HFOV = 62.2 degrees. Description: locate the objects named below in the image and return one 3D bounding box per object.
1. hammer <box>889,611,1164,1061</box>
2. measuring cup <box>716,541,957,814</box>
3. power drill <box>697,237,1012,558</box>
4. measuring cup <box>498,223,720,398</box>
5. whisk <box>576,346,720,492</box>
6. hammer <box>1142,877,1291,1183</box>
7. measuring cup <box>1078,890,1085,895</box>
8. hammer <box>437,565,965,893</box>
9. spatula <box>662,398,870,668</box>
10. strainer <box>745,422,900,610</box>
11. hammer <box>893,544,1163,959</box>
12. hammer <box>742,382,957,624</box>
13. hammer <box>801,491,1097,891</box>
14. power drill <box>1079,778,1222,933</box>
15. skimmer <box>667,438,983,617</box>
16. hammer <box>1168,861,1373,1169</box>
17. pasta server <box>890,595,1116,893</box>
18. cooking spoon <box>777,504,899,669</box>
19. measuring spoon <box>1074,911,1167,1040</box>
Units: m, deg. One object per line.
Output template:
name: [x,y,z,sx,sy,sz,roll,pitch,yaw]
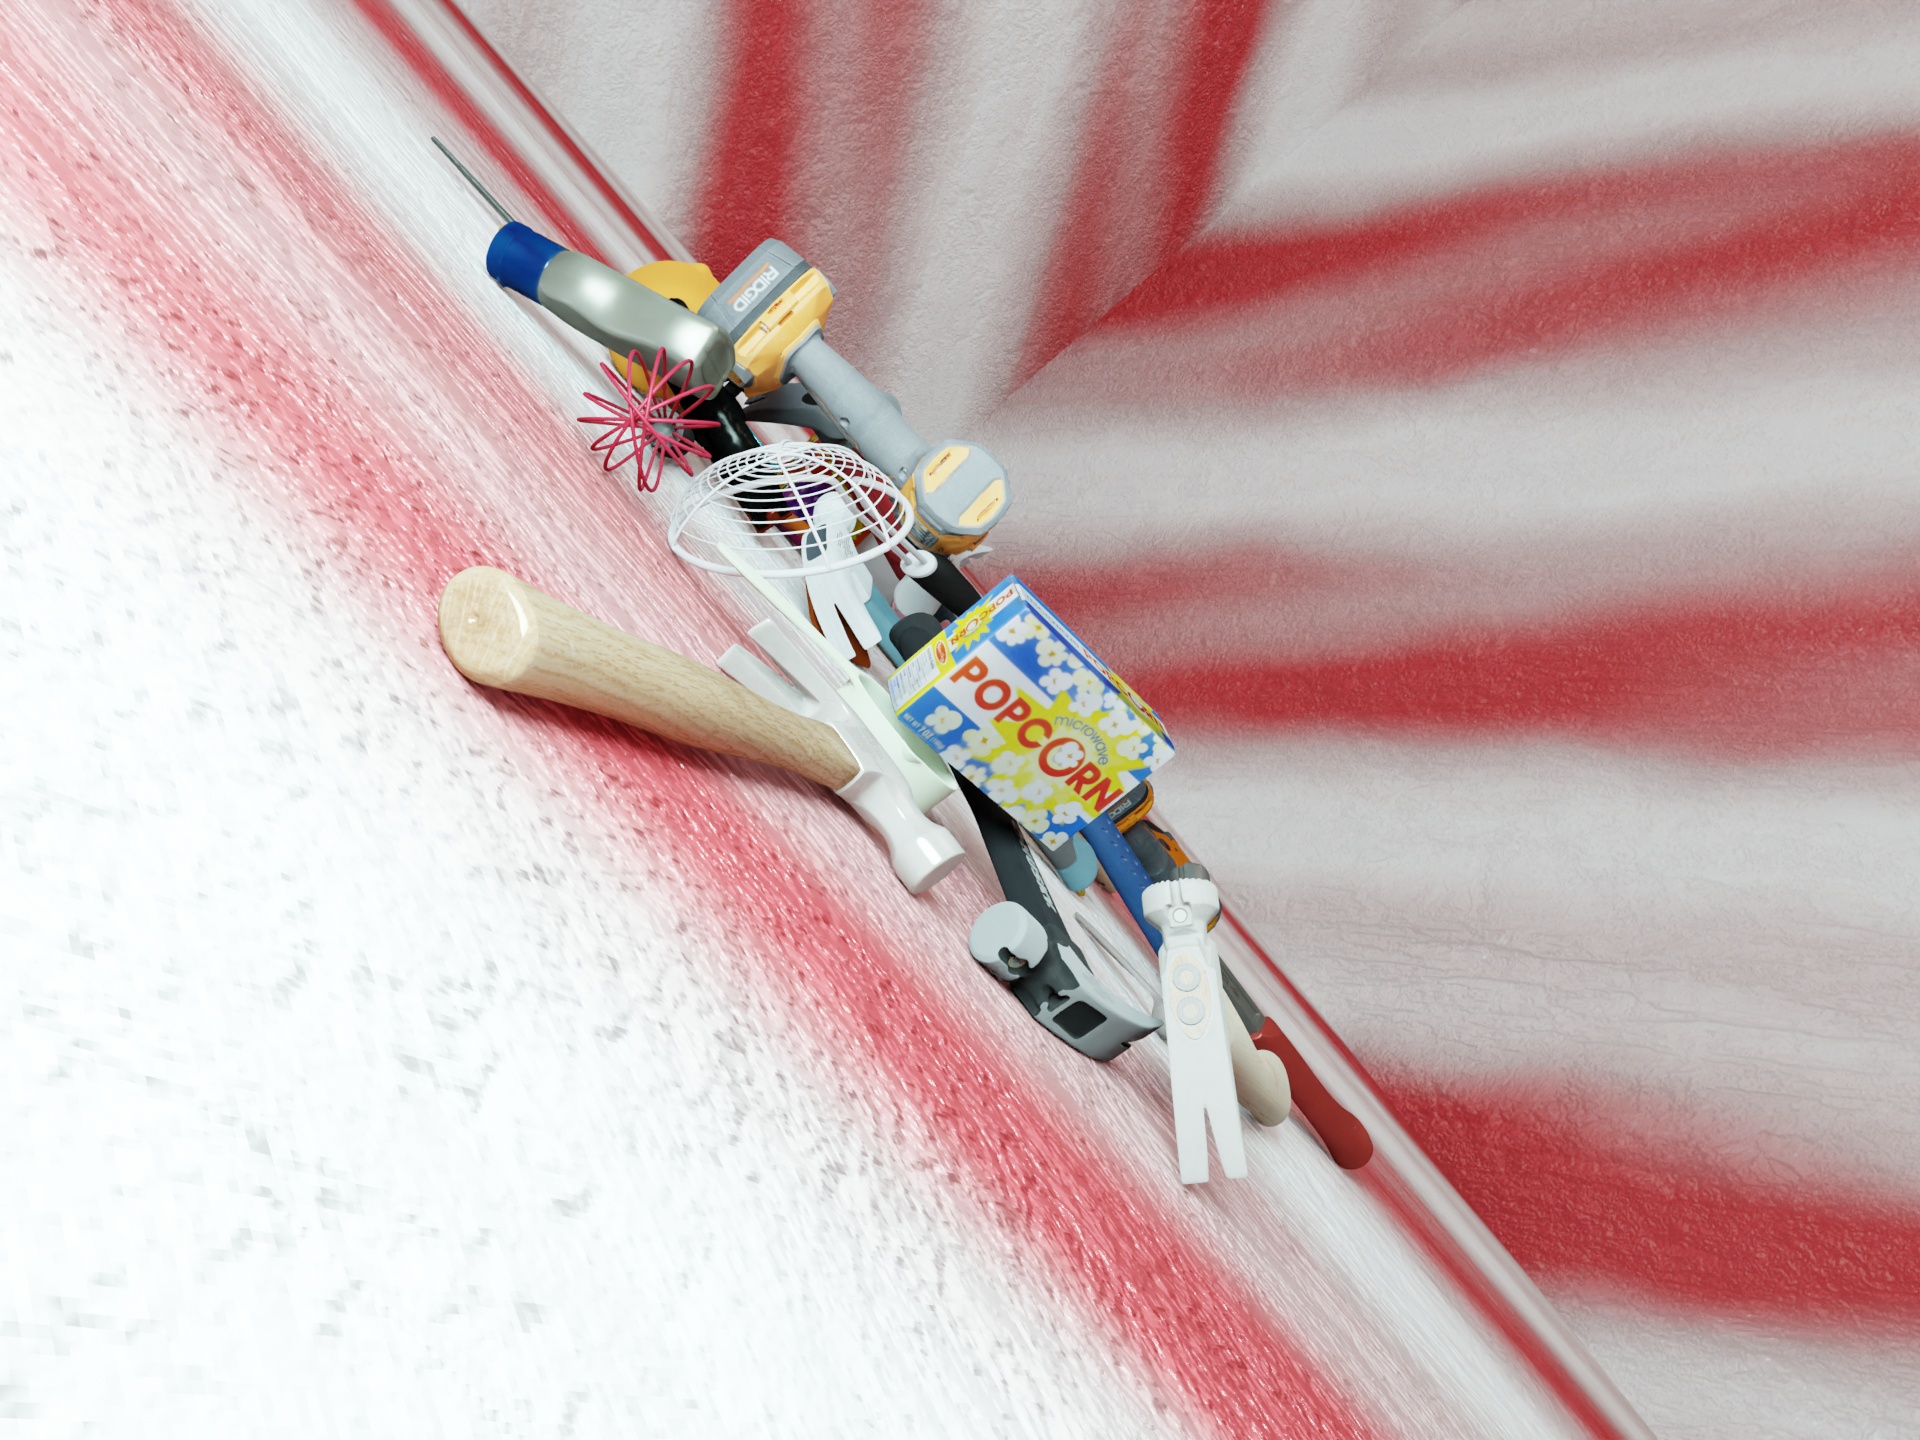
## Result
hammer: [0.018,0.046,0.881,0.146,0.035,0.335,45,14,-38]
measuring cup: [-0.069,-0.015,0.770,0.167,0.038,0.083,46,7,-16]
power drill: [-0.068,-0.196,1.059,0.226,0.084,0.185,43,-7,-5]
measuring cup: [-0.235,-0.283,1.082,0.173,0.095,0.052,25,30,-22]
whisk: [-0.168,-0.165,0.890,0.073,0.073,0.296,49,0,-11]
hammer: [0.167,0.214,0.951,0.410,0.038,0.146,51,32,-64]
measuring cup: [0.048,0.067,1.203,0.156,0.029,0.062,63,21,1]
hammer: [-0.087,-0.003,0.584,0.130,0.031,0.331,52,7,17]
spatula: [-0.155,-0.162,1.122,0.323,0.041,0.081,49,6,28]
strainer: [-0.116,-0.227,1.439,0.340,0.095,0.211,50,6,-8]
hammer: [0.084,0.042,1.218,0.405,0.035,0.144,58,25,-12]
hammer: [-0.047,-0.118,1.301,0.143,0.038,0.385,11,-33,34]
hammer: [-0.002,-0.004,1.096,0.330,0.033,0.128,51,21,-27]
power drill: [0.157,0.099,1.531,0.226,0.084,0.164,51,4,-40]
skimmer: [-0.050,-0.082,0.946,0.127,0.090,0.363,8,-8,18]
hammer: [0.251,0.269,1.254,0.358,0.037,0.149,52,27,-37]
pasta server: [0.039,0.025,1.306,0.316,0.040,0.060,50,-30,-19]
cooking spoon: [-0.080,-0.090,1.229,0.319,0.017,0.069,49,-4,-3]
measuring spoon: [0.110,0.172,1.059,0.124,0.018,0.034,46,2,37]
